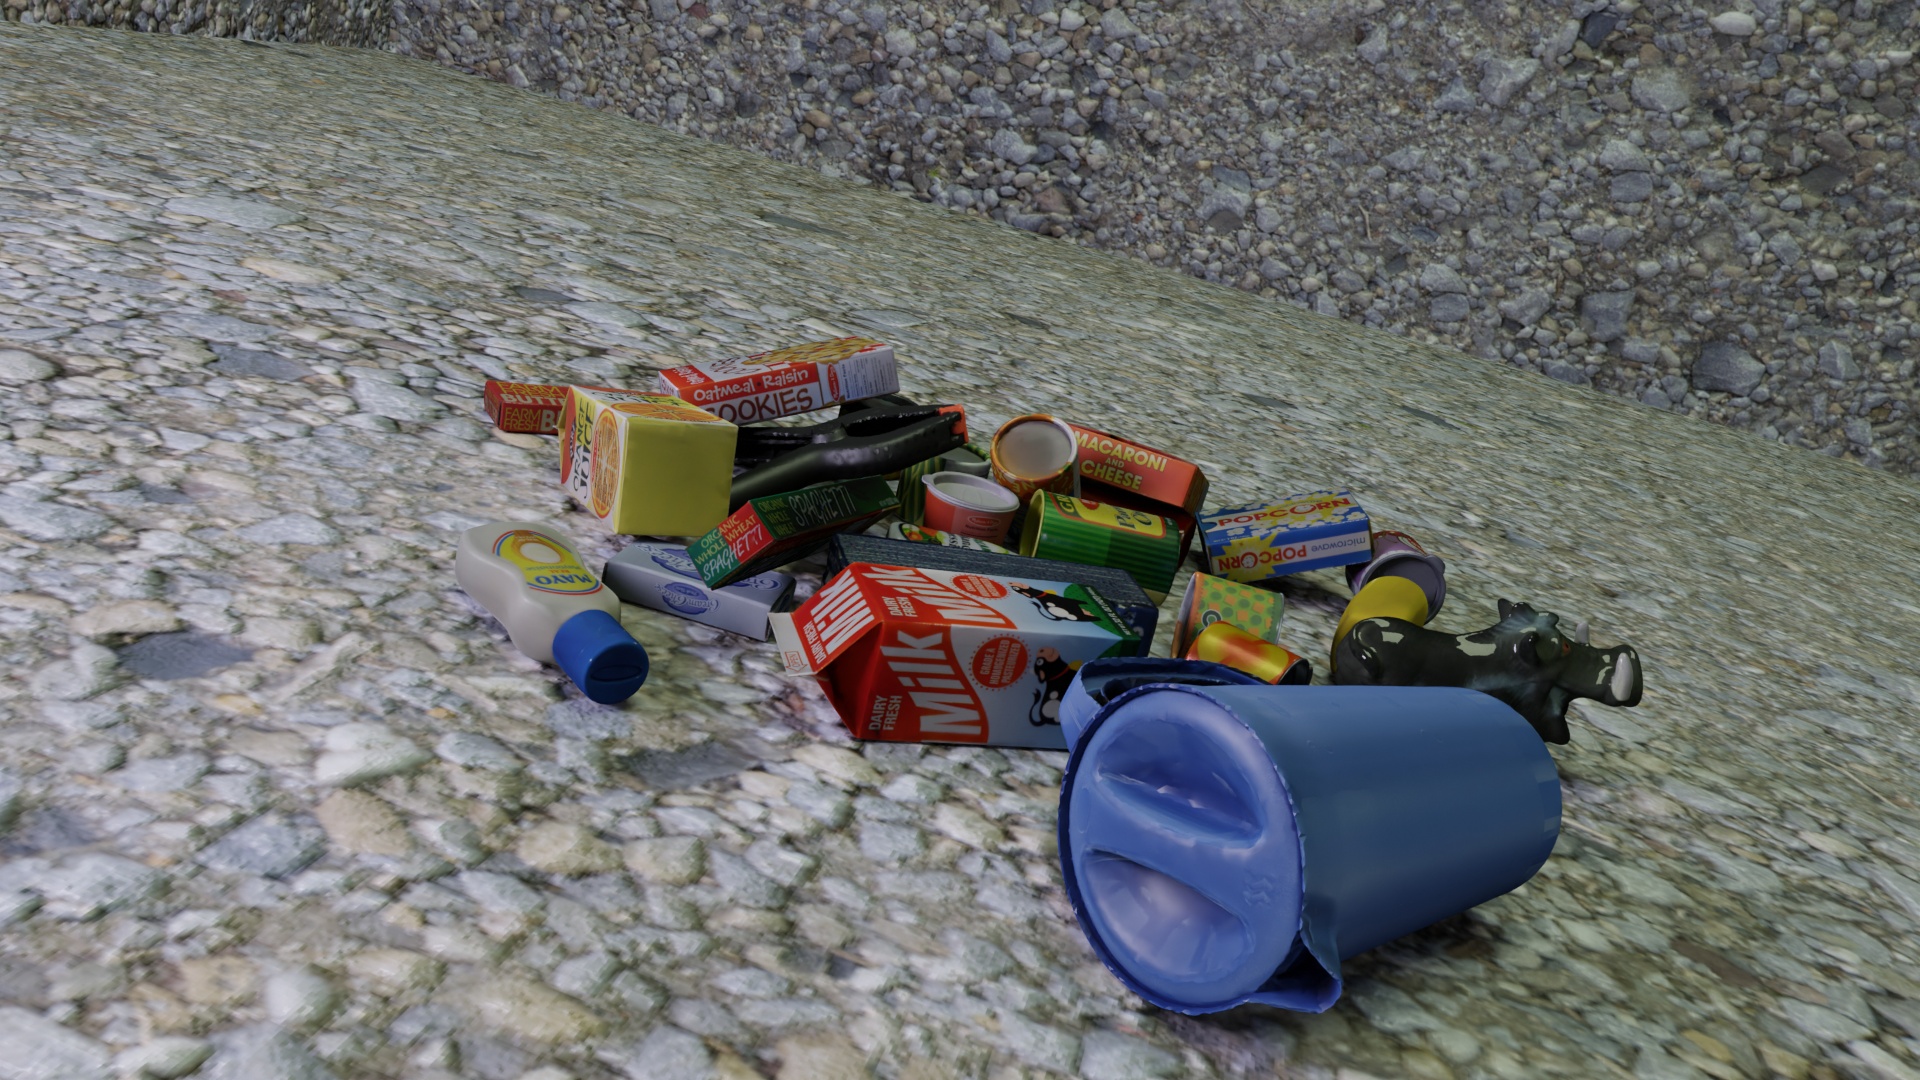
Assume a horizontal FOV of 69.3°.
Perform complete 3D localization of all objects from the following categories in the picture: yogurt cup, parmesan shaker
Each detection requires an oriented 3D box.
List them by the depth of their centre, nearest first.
[{"bbox_3d":[0.004,-0.013,0.999,0.072,0.053,0.072,13,20,-5],"label":"yogurt cup"},{"bbox_3d":[0.099,0.006,1.001,0.103,0.071,0.071,12,20,-8],"label":"parmesan shaker"}]

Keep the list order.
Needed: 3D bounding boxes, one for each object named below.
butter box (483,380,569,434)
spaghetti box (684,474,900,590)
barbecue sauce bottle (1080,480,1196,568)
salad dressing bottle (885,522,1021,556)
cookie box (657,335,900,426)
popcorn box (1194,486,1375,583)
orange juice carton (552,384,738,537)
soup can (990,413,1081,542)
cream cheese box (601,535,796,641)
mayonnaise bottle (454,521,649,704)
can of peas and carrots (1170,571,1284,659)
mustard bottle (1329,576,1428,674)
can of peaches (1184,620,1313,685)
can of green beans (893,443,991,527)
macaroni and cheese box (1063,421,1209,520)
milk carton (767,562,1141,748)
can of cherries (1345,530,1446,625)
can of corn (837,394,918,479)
[{"bbox_3d":[-0.307,-0.100,1.064,0.104,0.024,0.053,1,23,-33],"label":"butter box"},{"bbox_3d":[-0.095,-0.010,0.858,0.028,0.050,0.250,55,14,3],"label":"spaghetti box"},{"bbox_3d":[0.111,-0.020,1.111,0.148,0.043,0.065,19,14,15],"label":"barbecue sauce bottle"},{"bbox_3d":[0.020,0.025,0.926,0.148,0.043,0.064,12,20,-8],"label":"salad dressing bottle"},{"bbox_3d":[-0.146,-0.123,1.092,0.168,0.040,0.123,-13,16,-16],"label":"cookie box"},{"bbox_3d":[0.257,-0.004,1.109,0.127,0.038,0.085,-10,19,6],"label":"popcorn box"},{"bbox_3d":[-0.214,-0.058,0.918,0.072,0.073,0.193,3,12,-29],"label":"orange juice carton"},{"bbox_3d":[0.055,-0.045,1.050,0.071,0.083,0.072,-3,55,5],"label":"soup can"},{"bbox_3d":[-0.154,0.027,0.827,0.104,0.024,0.053,16,20,4],"label":"cream cheese box"},{"bbox_3d":[-0.213,0.036,0.735,0.065,0.041,0.148,-1,24,-41],"label":"mayonnaise bottle"},{"bbox_3d":[0.173,0.060,0.905,0.059,0.070,0.071,15,19,3],"label":"can of peas and carrots"},{"bbox_3d":[0.307,0.058,1.002,0.049,0.065,0.161,21,21,22],"label":"mustard bottle"},{"bbox_3d":[0.167,0.087,0.825,0.058,0.071,0.071,25,22,30],"label":"can of peaches"},{"bbox_3d":[-0.014,-0.044,1.065,0.071,0.057,0.071,13,19,-4],"label":"can of green beans"},{"bbox_3d":[0.140,-0.057,1.163,0.124,0.040,0.166,19,1,13],"label":"macaroni and cheese box"},{"bbox_3d":[-0.007,0.063,0.760,0.191,0.073,0.072,6,21,-21],"label":"milk carton"},{"bbox_3d":[0.345,0.030,1.099,0.071,0.071,0.058,14,18,-1],"label":"can of cherries"},{"bbox_3d":[-0.070,-0.088,1.144,0.071,0.058,0.071,13,19,-5],"label":"can of corn"}]
